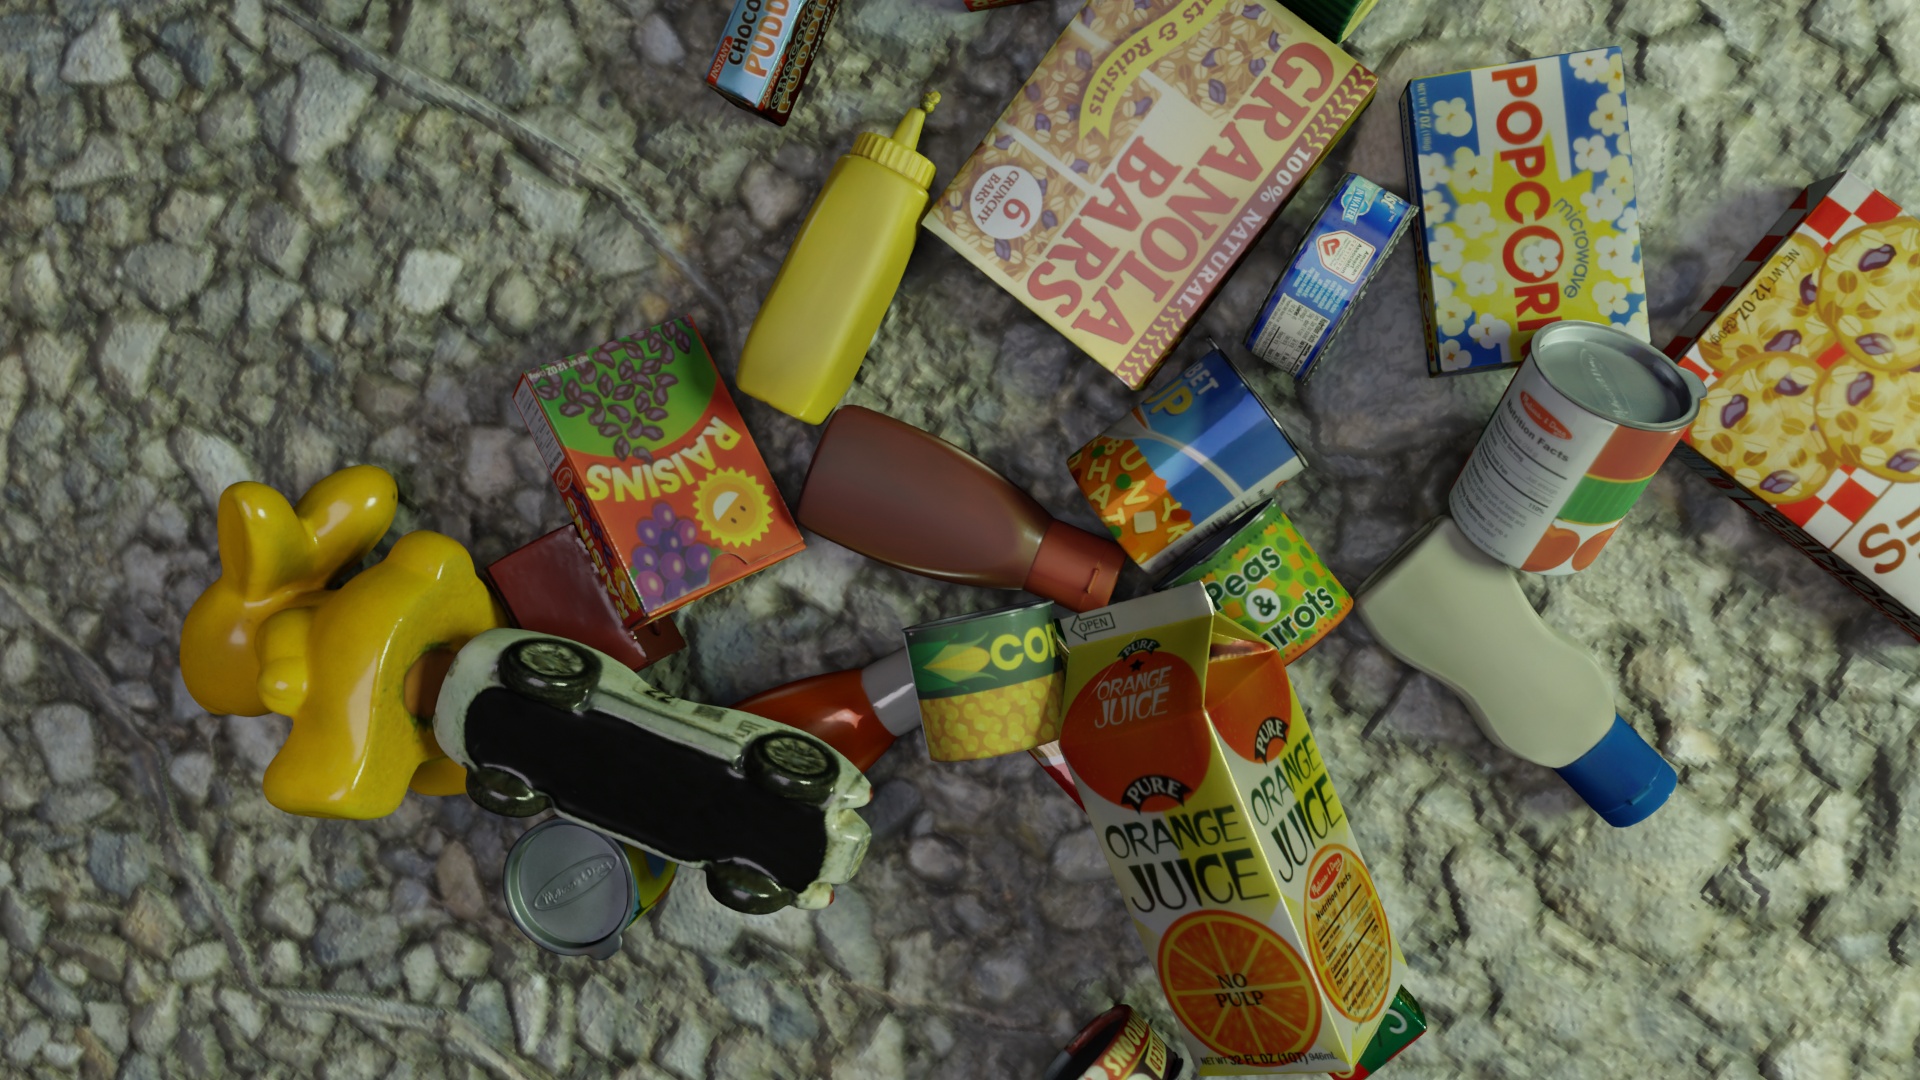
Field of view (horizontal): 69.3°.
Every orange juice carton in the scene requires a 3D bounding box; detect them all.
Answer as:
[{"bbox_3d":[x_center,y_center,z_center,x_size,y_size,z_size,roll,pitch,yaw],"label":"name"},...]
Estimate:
[{"bbox_3d":[0.105,0.112,0.566,0.071,0.073,0.192,-21,94,38],"label":"orange juice carton"}]

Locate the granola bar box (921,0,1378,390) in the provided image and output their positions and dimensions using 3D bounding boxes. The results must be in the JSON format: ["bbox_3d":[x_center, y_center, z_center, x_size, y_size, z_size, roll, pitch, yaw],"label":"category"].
[{"bbox_3d":[0.082,-0.168,0.616,0.124,0.039,0.165,39,99,6],"label":"granola bar box"}]

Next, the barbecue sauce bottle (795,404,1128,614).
[{"bbox_3d":[0.002,-0.008,0.639,0.148,0.044,0.064,23,96,7],"label":"barbecue sauce bottle"}]

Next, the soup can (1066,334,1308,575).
[{"bbox_3d":[0.097,-0.037,0.608,0.083,0.071,0.071,-37,87,11],"label":"soup can"}]

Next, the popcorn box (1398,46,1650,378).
[{"bbox_3d":[0.238,-0.138,0.591,0.085,0.038,0.126,-6,93,10],"label":"popcorn box"}]

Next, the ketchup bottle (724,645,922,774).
[{"bbox_3d":[-0.069,0.093,0.657,0.148,0.043,0.064,-28,91,10],"label":"ketchup bottle"}]

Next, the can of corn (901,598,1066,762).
[{"bbox_3d":[0.014,0.059,0.598,0.071,0.071,0.058,-12,89,11],"label":"can of corn"}]

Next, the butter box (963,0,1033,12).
[{"bbox_3d":[0.021,-0.297,0.626,0.053,0.024,0.103,-6,93,10],"label":"butter box"}]

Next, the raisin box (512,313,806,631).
[{"bbox_3d":[-0.138,-0.032,0.642,0.086,0.040,0.123,-26,89,-31],"label":"raisin box"}]

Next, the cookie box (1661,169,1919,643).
[{"bbox_3d":[0.383,-0.050,0.571,0.167,0.040,0.122,39,99,5],"label":"cookie box"}]

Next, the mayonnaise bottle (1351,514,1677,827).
[{"bbox_3d":[0.243,0.060,0.603,0.148,0.041,0.064,45,100,3],"label":"mayonnaise bottle"}]

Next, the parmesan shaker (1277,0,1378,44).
[{"bbox_3d":[0.141,-0.270,0.587,0.103,0.071,0.071,38,99,5],"label":"parmesan shaker"}]

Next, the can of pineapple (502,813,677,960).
[{"bbox_3d":[-0.177,0.161,0.673,0.071,0.058,0.071,1,94,10],"label":"can of pineapple"}]

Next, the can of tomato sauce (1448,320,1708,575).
[{"bbox_3d":[0.248,-0.037,0.566,0.071,0.071,0.082,21,135,8],"label":"can of tomato sauce"}]

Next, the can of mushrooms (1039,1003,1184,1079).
[{"bbox_3d":[0.066,0.245,0.632,0.071,0.071,0.033,-45,85,10],"label":"can of mushrooms"}]

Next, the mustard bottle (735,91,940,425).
[{"bbox_3d":[-0.049,-0.132,0.632,0.049,0.065,0.160,26,92,3],"label":"mustard bottle"}]

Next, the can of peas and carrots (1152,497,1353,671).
[{"bbox_3d":[0.128,0.024,0.605,0.071,0.071,0.059,-39,87,10],"label":"can of peas and carrots"}]

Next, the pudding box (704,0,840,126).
[{"bbox_3d":[-0.083,-0.237,0.635,0.030,0.050,0.083,26,98,6],"label":"pudding box"}]

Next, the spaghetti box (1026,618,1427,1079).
[{"bbox_3d":[0.109,0.142,0.637,0.050,0.029,0.250,-44,86,11],"label":"spaghetti box"}]
